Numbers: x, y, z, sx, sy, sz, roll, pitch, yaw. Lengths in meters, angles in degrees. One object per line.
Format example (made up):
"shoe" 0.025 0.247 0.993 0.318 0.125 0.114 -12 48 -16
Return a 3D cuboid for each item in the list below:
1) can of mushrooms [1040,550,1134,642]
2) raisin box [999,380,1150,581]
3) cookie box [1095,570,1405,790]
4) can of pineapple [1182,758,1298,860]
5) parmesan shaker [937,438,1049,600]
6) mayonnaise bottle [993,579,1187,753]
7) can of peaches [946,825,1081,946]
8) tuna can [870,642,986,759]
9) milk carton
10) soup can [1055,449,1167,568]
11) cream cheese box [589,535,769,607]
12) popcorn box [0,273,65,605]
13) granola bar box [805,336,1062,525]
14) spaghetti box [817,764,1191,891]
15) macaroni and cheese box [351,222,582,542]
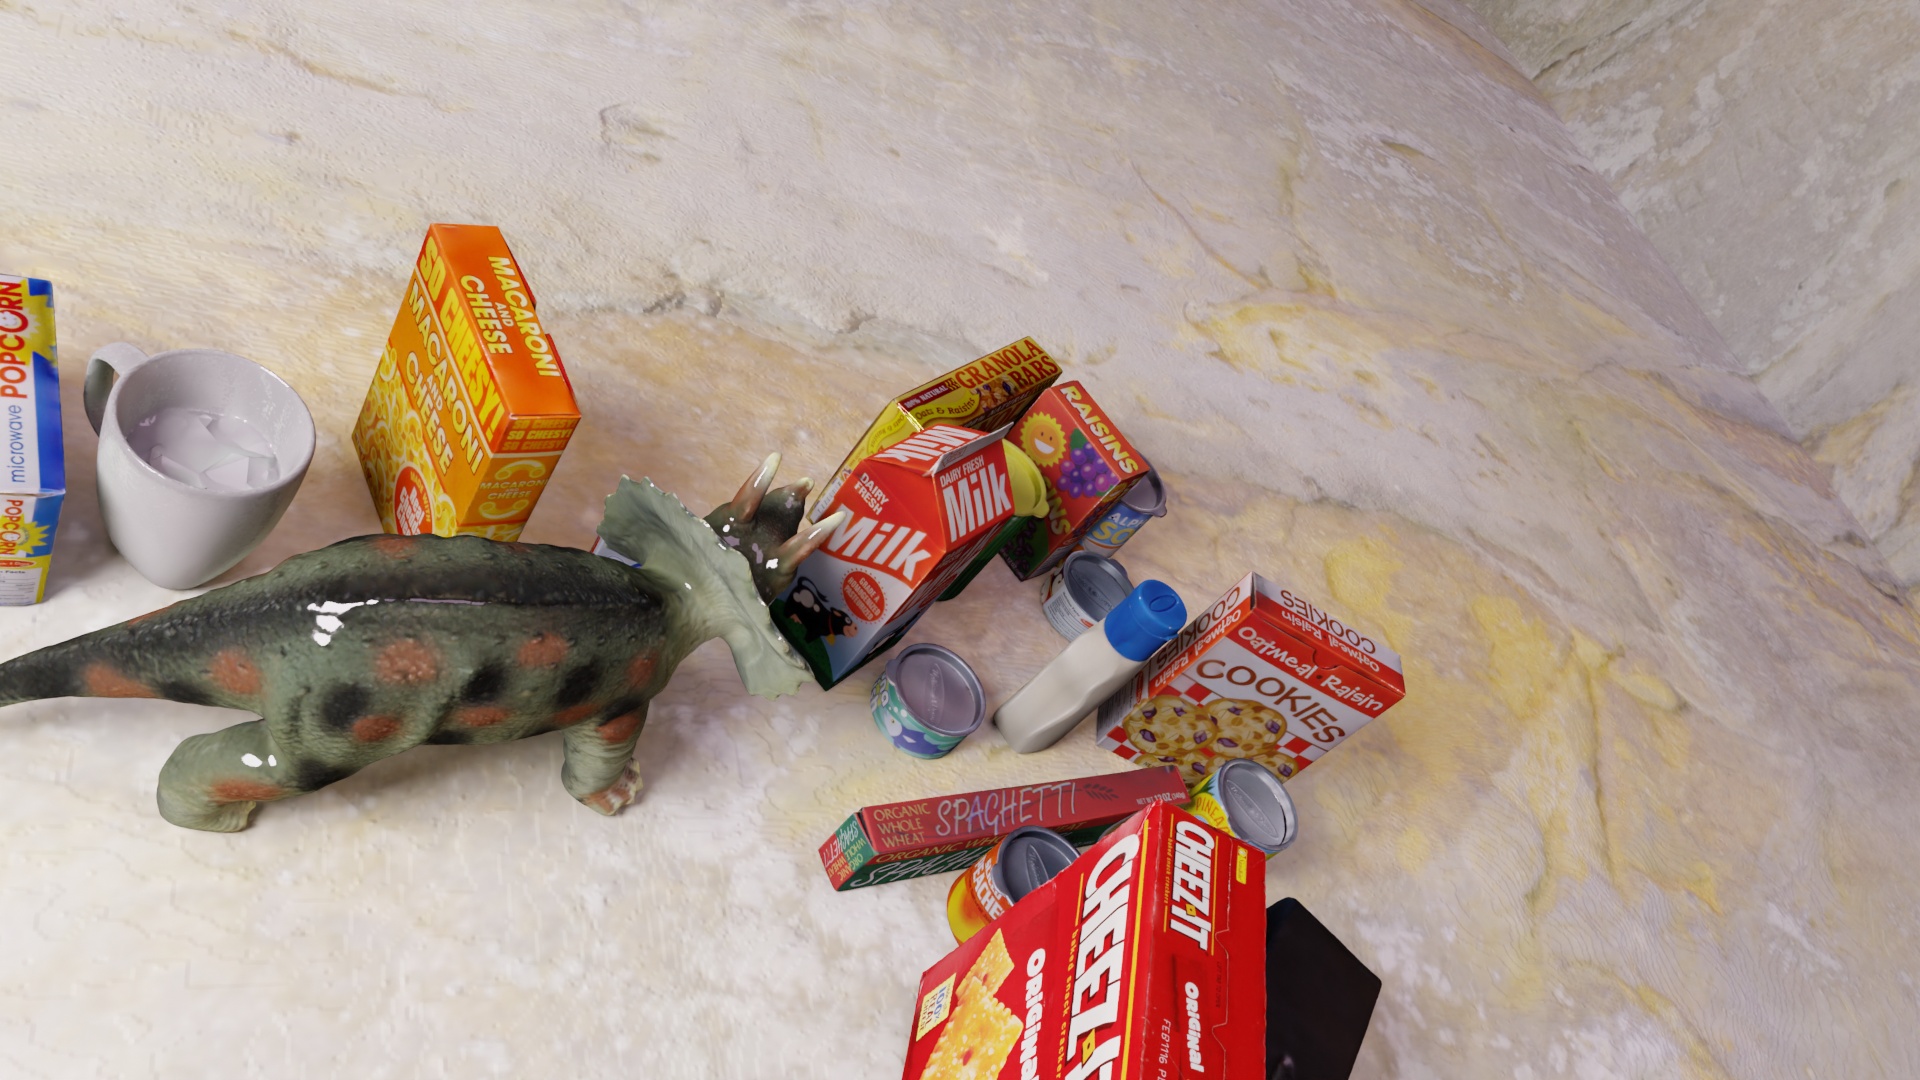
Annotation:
"can of mushrooms" 0.094 0.042 1.000 0.071 0.033 0.071 22 43 -22
"raisin box" 0.064 -0.041 0.982 0.040 0.122 0.086 -20 68 -47
"cookie box" 0.187 0.106 0.911 0.123 0.166 0.040 28 41 -16
"can of pineapple" 0.177 0.186 0.915 0.071 0.057 0.071 22 43 -22
"parmesan shaker" 0.003 -0.012 0.922 0.071 0.102 0.072 22 43 -22
"mayonnaise bottle" 0.083 0.079 0.867 0.065 0.147 0.041 -16 65 -46
"can of peaches" 0.032 0.203 0.783 0.071 0.057 0.071 22 43 -22
"tuna can" -0.022 0.098 0.855 0.071 0.032 0.071 22 43 -22
"milk carton" -0.038 0.000 0.810 0.073 0.189 0.073 49 40 9
"soup can" 0.102 -0.021 1.025 0.071 0.083 0.072 22 43 -22
"cream cheese box" -0.162 0.021 0.797 0.104 0.053 0.024 21 43 -23
"popcorn box" -0.428 -0.046 0.619 0.038 0.084 0.127 1 54 -39
"granola bar box" -0.017 -0.067 0.940 0.039 0.123 0.166 48 40 8
"spaghetti box" 0.033 0.167 0.823 0.250 0.050 0.029 0 54 -39
"macaroni and cheese box" -0.255 -0.058 0.706 0.040 0.165 0.124 -7 59 -42
